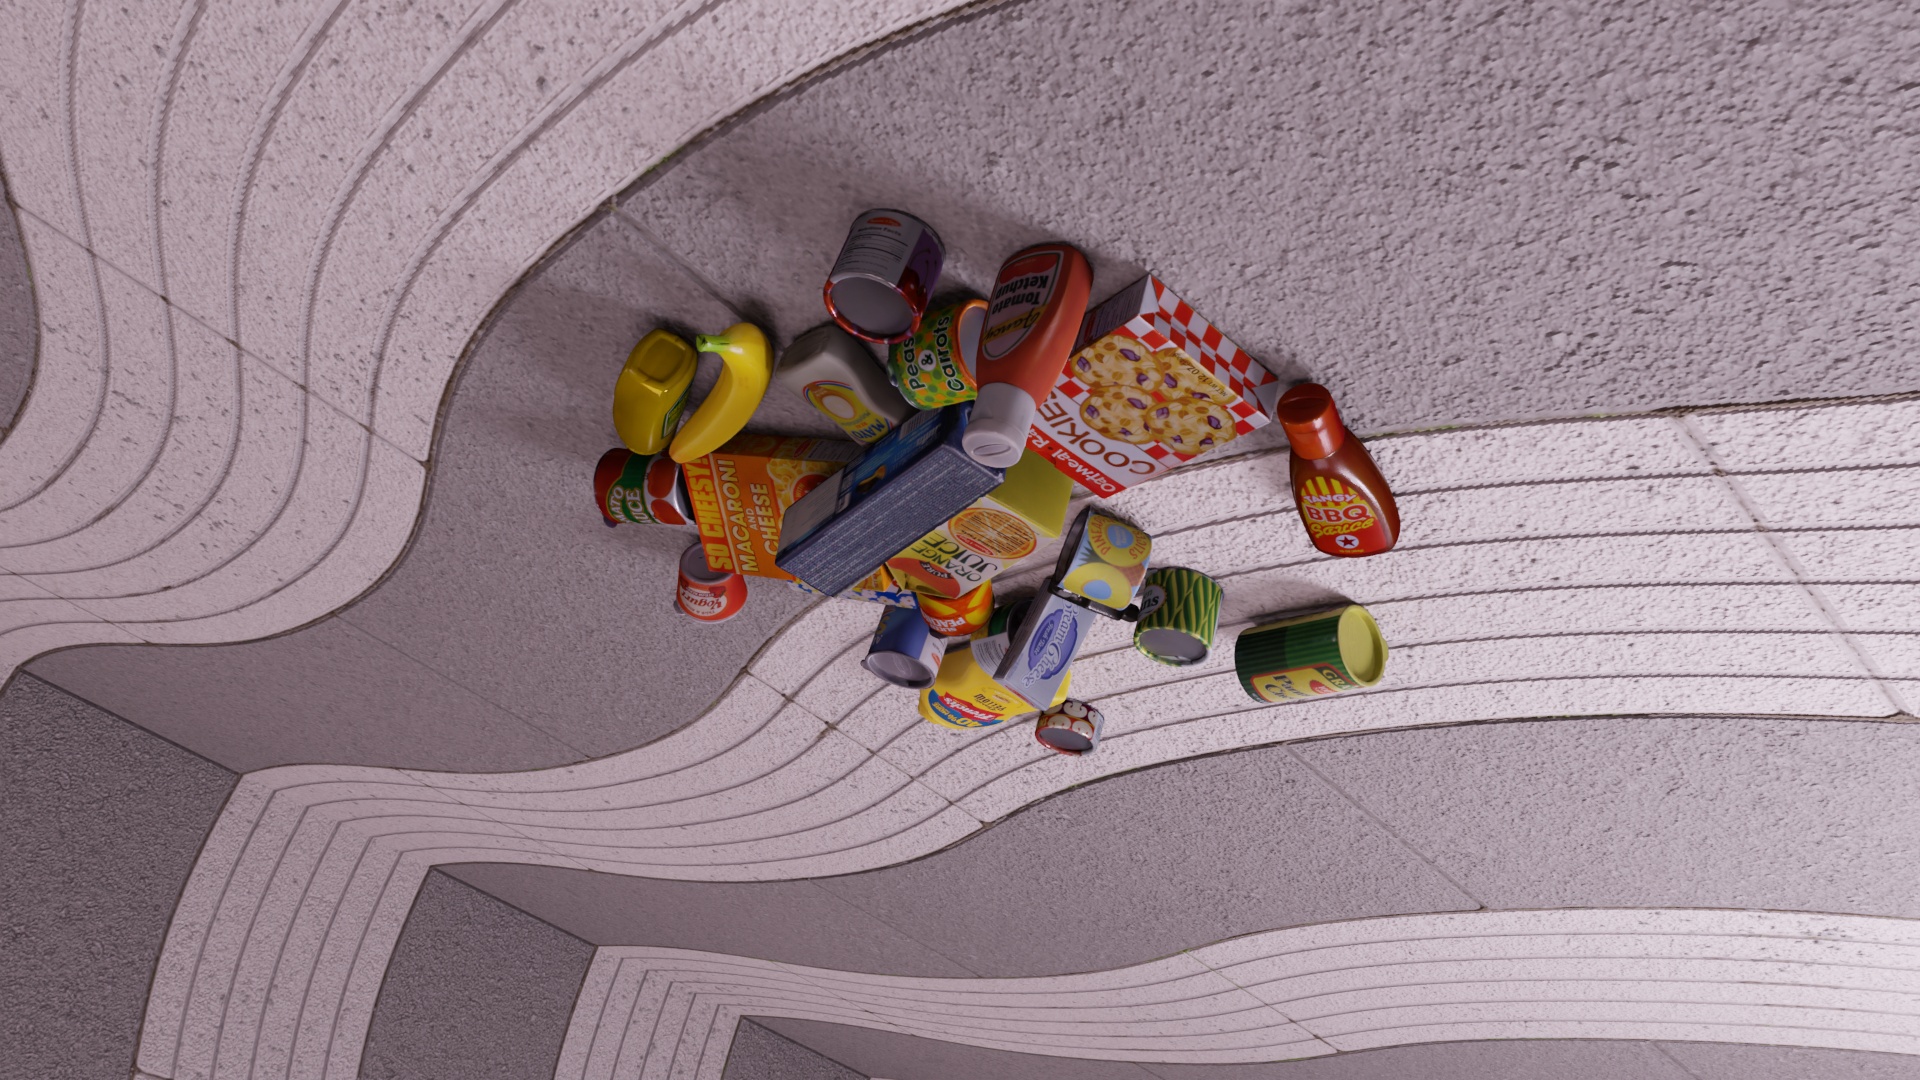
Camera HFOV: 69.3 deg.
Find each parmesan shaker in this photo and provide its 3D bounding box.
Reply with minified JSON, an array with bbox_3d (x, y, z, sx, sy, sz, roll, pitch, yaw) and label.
[{"bbox_3d":[0.286,0.095,1.135,0.071,0.071,0.103,38,144,-29],"label":"parmesan shaker"}]

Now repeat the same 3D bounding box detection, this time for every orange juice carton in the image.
[{"bbox_3d":[0.004,-0.014,1.100,0.073,0.072,0.192,29,147,-20],"label":"orange juice carton"}]

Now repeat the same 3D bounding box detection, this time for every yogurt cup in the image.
[{"bbox_3d":[-0.236,0.037,1.314,0.072,0.073,0.053,15,140,6],"label":"yogurt cup"}]

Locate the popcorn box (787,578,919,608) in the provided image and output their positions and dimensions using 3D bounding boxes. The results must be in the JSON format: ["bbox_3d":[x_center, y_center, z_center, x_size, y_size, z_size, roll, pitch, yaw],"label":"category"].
[{"bbox_3d":[-0.099,0.015,1.232,0.127,0.038,0.084,8,147,17],"label":"popcorn box"}]

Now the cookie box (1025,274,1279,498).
[{"bbox_3d":[0.111,-0.097,0.946,0.123,0.040,0.167,33,146,-24],"label":"cookie box"}]

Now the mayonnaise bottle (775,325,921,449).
[{"bbox_3d":[-0.065,-0.098,1.035,0.064,0.041,0.148,-19,134,40],"label":"mayonnaise bottle"}]

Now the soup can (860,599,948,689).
[{"bbox_3d":[-0.046,0.083,1.267,0.071,0.084,0.071,13,148,8],"label":"soup can"}]

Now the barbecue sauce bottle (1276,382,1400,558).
[{"bbox_3d":[0.254,-0.047,0.949,0.065,0.044,0.148,-2,143,31],"label":"barbecue sauce bottle"}]

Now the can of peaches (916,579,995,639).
[{"bbox_3d":[-0.007,0.042,1.196,0.071,0.071,0.057,9,146,14],"label":"can of peaches"}]

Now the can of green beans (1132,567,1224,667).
[{"bbox_3d":[0.180,0.064,1.147,0.071,0.058,0.071,13,148,8],"label":"can of green beans"}]

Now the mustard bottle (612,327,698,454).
[{"bbox_3d":[-0.244,-0.106,1.097,0.049,0.065,0.159,31,153,-4],"label":"mustard bottle"}]

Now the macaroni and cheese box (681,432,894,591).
[{"bbox_3d":[-0.140,-0.025,1.152,0.166,0.040,0.123,6,125,20],"label":"macaroni and cheese box"}]

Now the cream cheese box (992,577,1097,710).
[{"bbox_3d":[0.074,0.088,1.195,0.053,0.104,0.024,37,163,-26],"label":"cream cheese box"}]

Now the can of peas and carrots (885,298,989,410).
[{"bbox_3d":[-0.007,-0.125,0.935,0.058,0.071,0.070,-9,139,36],"label":"can of peas and carrots"}]

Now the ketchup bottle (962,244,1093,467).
[{"bbox_3d":[0.038,-0.113,0.853,0.064,0.149,0.043,-9,141,37],"label":"ketchup bottle"}]

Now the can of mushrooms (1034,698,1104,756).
[{"bbox_3d":[0.107,0.189,1.404,0.071,0.033,0.070,13,149,8],"label":"can of mushrooms"}]

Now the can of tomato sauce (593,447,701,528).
[{"bbox_3d":[-0.261,-0.045,1.190,0.083,0.071,0.071,2,145,24],"label":"can of tomato sauce"}]

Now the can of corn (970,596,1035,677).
[{"bbox_3d":[0.053,0.086,1.241,0.071,0.071,0.058,34,149,-24],"label":"can of corn"}]

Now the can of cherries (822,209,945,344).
[{"bbox_3d":[-0.048,-0.168,0.899,0.071,0.059,0.071,13,148,8],"label":"can of cherries"}]

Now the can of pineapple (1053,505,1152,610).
[{"bbox_3d":[0.113,0.014,1.095,0.058,0.071,0.070,21,148,-6],"label":"can of pineapple"}]
